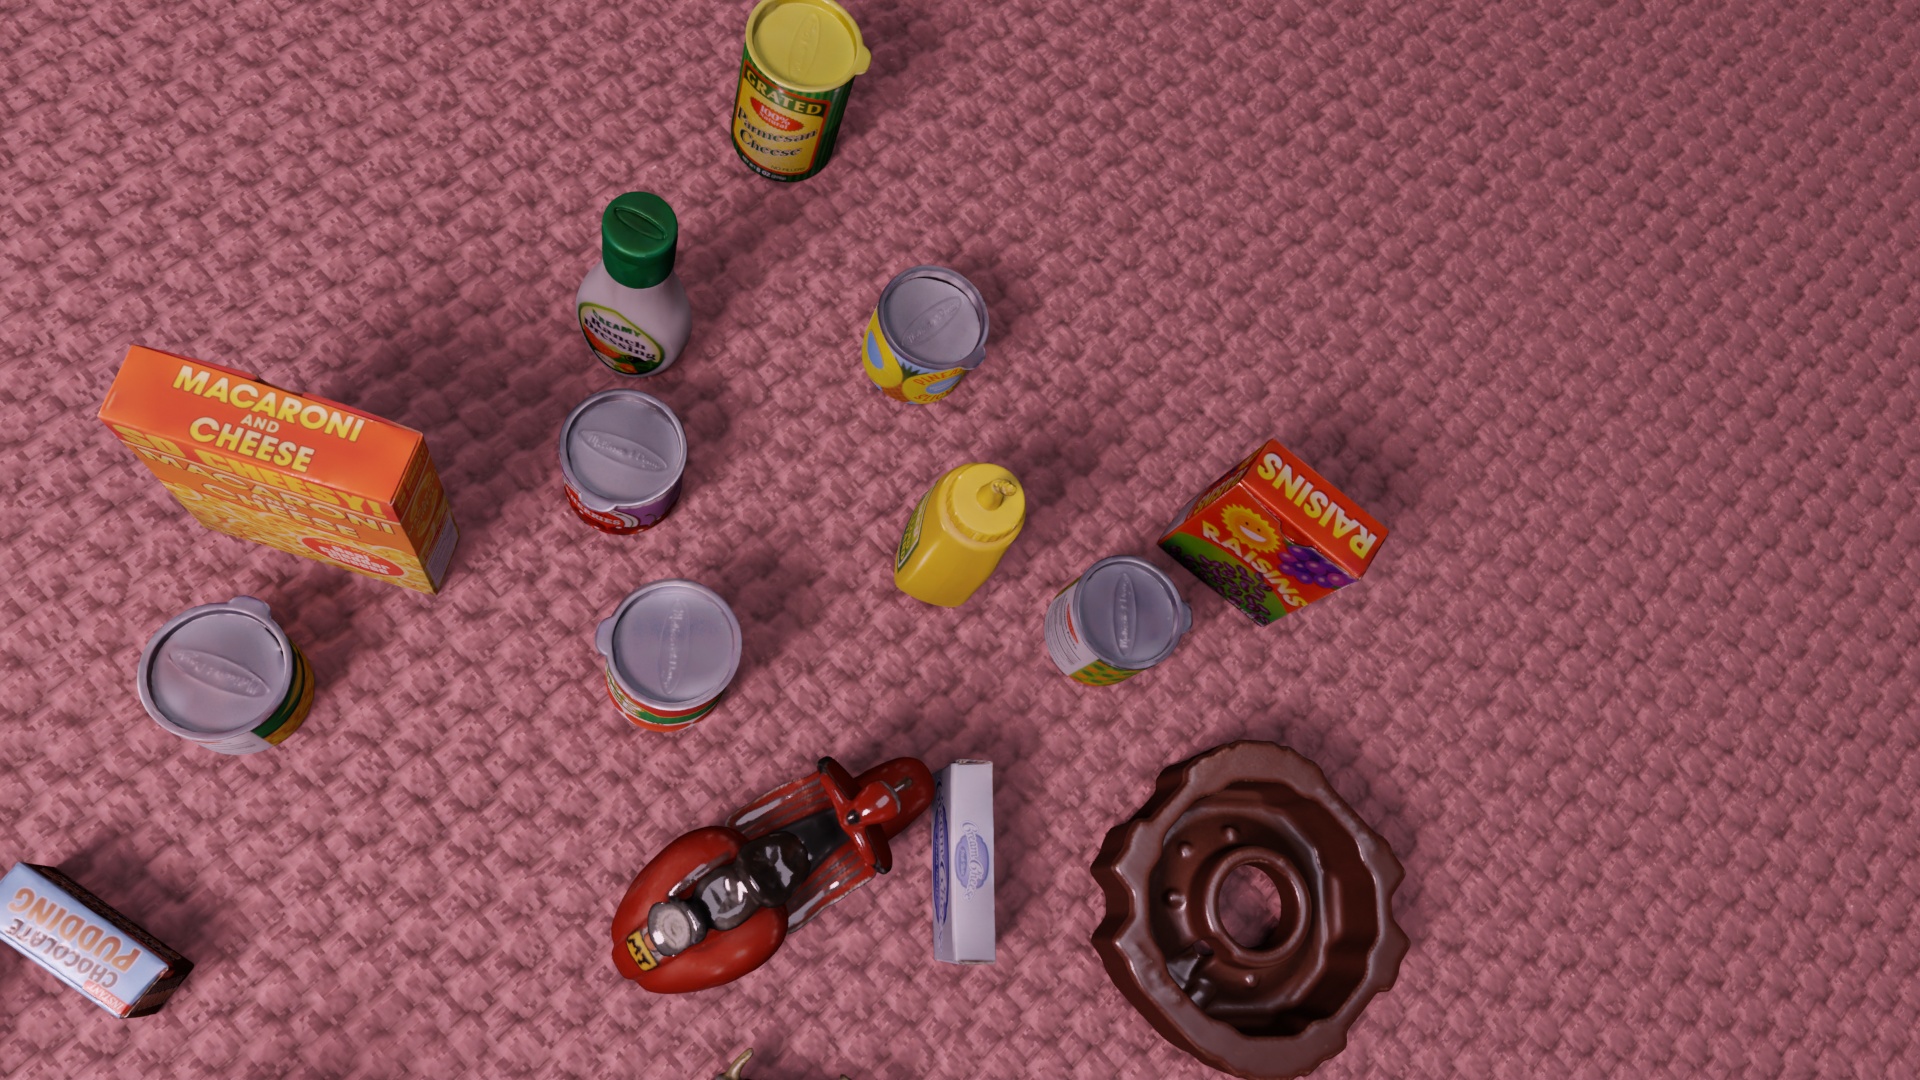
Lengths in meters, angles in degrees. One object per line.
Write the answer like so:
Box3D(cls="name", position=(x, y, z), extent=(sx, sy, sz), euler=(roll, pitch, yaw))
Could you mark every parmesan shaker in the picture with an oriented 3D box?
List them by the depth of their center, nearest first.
Box3D(cls="parmesan shaker", position=(-0.097, -0.265, 0.823), extent=(0.071, 0.102, 0.071), euler=(4, 73, -13))

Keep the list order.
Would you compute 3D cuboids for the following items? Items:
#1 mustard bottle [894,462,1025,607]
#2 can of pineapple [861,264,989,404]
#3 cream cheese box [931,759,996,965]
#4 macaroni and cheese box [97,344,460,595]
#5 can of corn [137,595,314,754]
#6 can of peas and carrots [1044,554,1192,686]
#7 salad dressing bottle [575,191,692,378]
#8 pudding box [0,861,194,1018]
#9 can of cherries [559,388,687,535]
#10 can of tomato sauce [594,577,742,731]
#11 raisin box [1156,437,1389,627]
Box3D(cls="mustard bottle", position=(0.003, -0.009, 0.740), extent=(0.049, 0.159, 0.065), euler=(19, 70, -9))
Box3D(cls="can of pineapple", position=(-0.021, -0.119, 0.823), extent=(0.071, 0.057, 0.071), euler=(4, 73, -13))
Box3D(cls="cream cheese box", position=(0.001, 0.172, 0.742), extent=(0.024, 0.053, 0.104), euler=(3, 73, -14))
Box3D(cls="macaroni and cheese box", position=(-0.313, -0.028, 0.660), extent=(0.124, 0.166, 0.040), euler=(18, 71, -9))
Box3D(cls="can of corn", position=(-0.355, 0.067, 0.679), extent=(0.071, 0.058, 0.071), euler=(4, 73, -13))
Box3D(cls="can of peas and carrots", position=(0.090, 0.047, 0.800), extent=(0.071, 0.058, 0.071), euler=(4, 73, -13))
Box3D(cls="salad dressing bottle", position=(-0.173, -0.134, 0.739), extent=(0.064, 0.147, 0.044), euler=(29, 69, -5))
Box3D(cls="pudding box", position=(-0.401, 0.183, 0.636), extent=(0.084, 0.049, 0.030), euler=(36, 69, -2))
Box3D(cls="can of cherries", position=(-0.185, -0.040, 0.755), extent=(0.071, 0.058, 0.071), euler=(4, 73, -13))
Box3D(cls="can of tomato sauce", position=(-0.152, 0.062, 0.720), extent=(0.071, 0.083, 0.071), euler=(4, 73, -13))
Box3D(cls="raisin box", position=(0.177, -0.001, 0.803), extent=(0.086, 0.123, 0.040), euler=(40, 69, -1))
